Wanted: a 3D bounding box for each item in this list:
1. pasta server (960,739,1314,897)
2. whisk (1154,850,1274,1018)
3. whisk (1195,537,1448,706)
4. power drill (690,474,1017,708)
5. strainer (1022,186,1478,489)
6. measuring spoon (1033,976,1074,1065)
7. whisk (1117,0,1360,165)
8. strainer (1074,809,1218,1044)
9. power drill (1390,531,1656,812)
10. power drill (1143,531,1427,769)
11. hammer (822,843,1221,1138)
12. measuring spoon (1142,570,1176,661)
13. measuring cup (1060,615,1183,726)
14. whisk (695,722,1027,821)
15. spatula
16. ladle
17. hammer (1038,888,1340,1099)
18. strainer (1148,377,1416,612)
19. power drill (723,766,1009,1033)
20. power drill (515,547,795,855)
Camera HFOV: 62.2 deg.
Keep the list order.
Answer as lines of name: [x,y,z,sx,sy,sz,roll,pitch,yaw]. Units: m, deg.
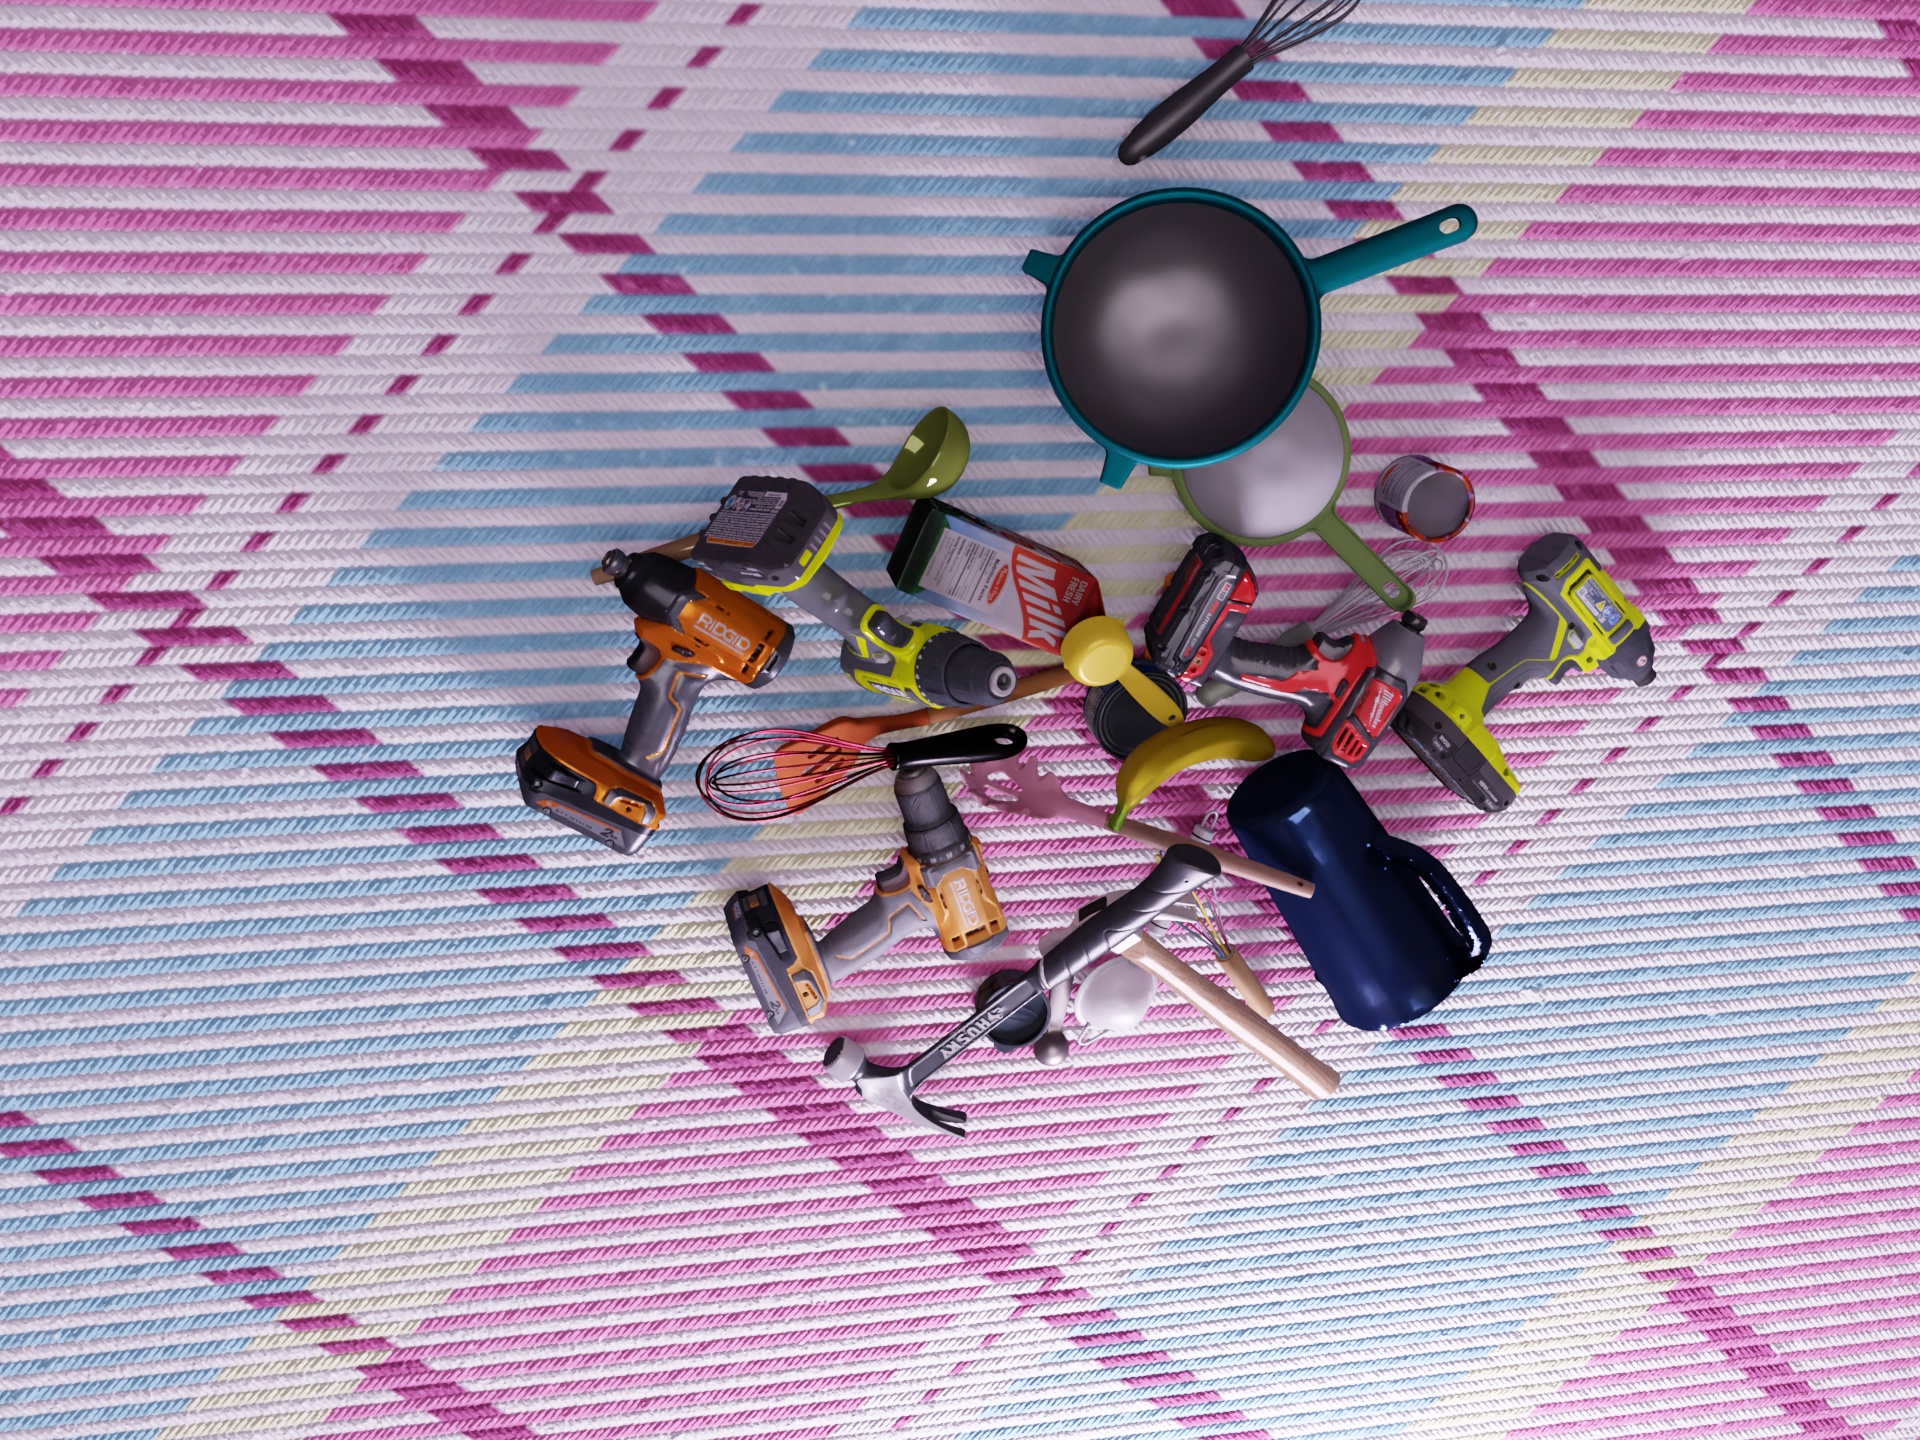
pasta server: [0.151,0.092,1.359,0.316,0.040,0.060,19,68,5]
whisk: [0.231,0.199,1.433,0.244,0.047,0.051,53,54,-36]
whisk: [0.312,-0.081,1.382,0.246,0.057,0.059,-31,77,4]
power drill: [-0.074,-0.085,1.203,0.228,0.191,0.080,39,76,-33]
strainer: [0.228,-0.320,1.238,0.340,0.095,0.211,-20,90,3]
measuring spoon: [0.092,0.266,1.467,0.034,0.018,0.124,4,107,-12]
whisk: [0.217,-0.507,1.217,0.239,0.055,0.055,-38,111,7]
strainer: [0.175,0.196,1.450,0.086,0.050,0.258,18,101,-32]
power drill: [0.507,-0.032,1.416,0.223,0.080,0.171,-45,110,3]
power drill: [0.277,-0.062,1.325,0.219,0.079,0.143,26,109,-12]
hammer: [0.064,0.231,1.367,0.149,0.036,0.409,39,119,-19]
measuring spoon: [0.174,-0.072,1.372,0.021,0.011,0.117,9,107,-13]
measuring cup: [0.143,-0.029,1.310,0.062,0.029,0.156,-40,128,16]
whisk: [-0.073,0.031,1.288,0.295,0.073,0.073,-7,111,-28]
spatula: [-0.002,-0.004,1.347,0.322,0.041,0.080,-17,134,-6]
ladle: [-0.144,-0.171,1.258,0.320,0.078,0.062,-18,126,2]
hammer: [0.229,0.251,1.421,0.331,0.031,0.130,38,122,-26]
strainer: [0.288,-0.178,1.303,0.256,0.069,0.151,44,97,-8]
power drill: [-0.086,0.150,1.361,0.226,0.084,0.185,-23,114,-7]
power drill: [-0.258,-0.022,1.263,0.164,0.084,0.226,33,97,-30]
